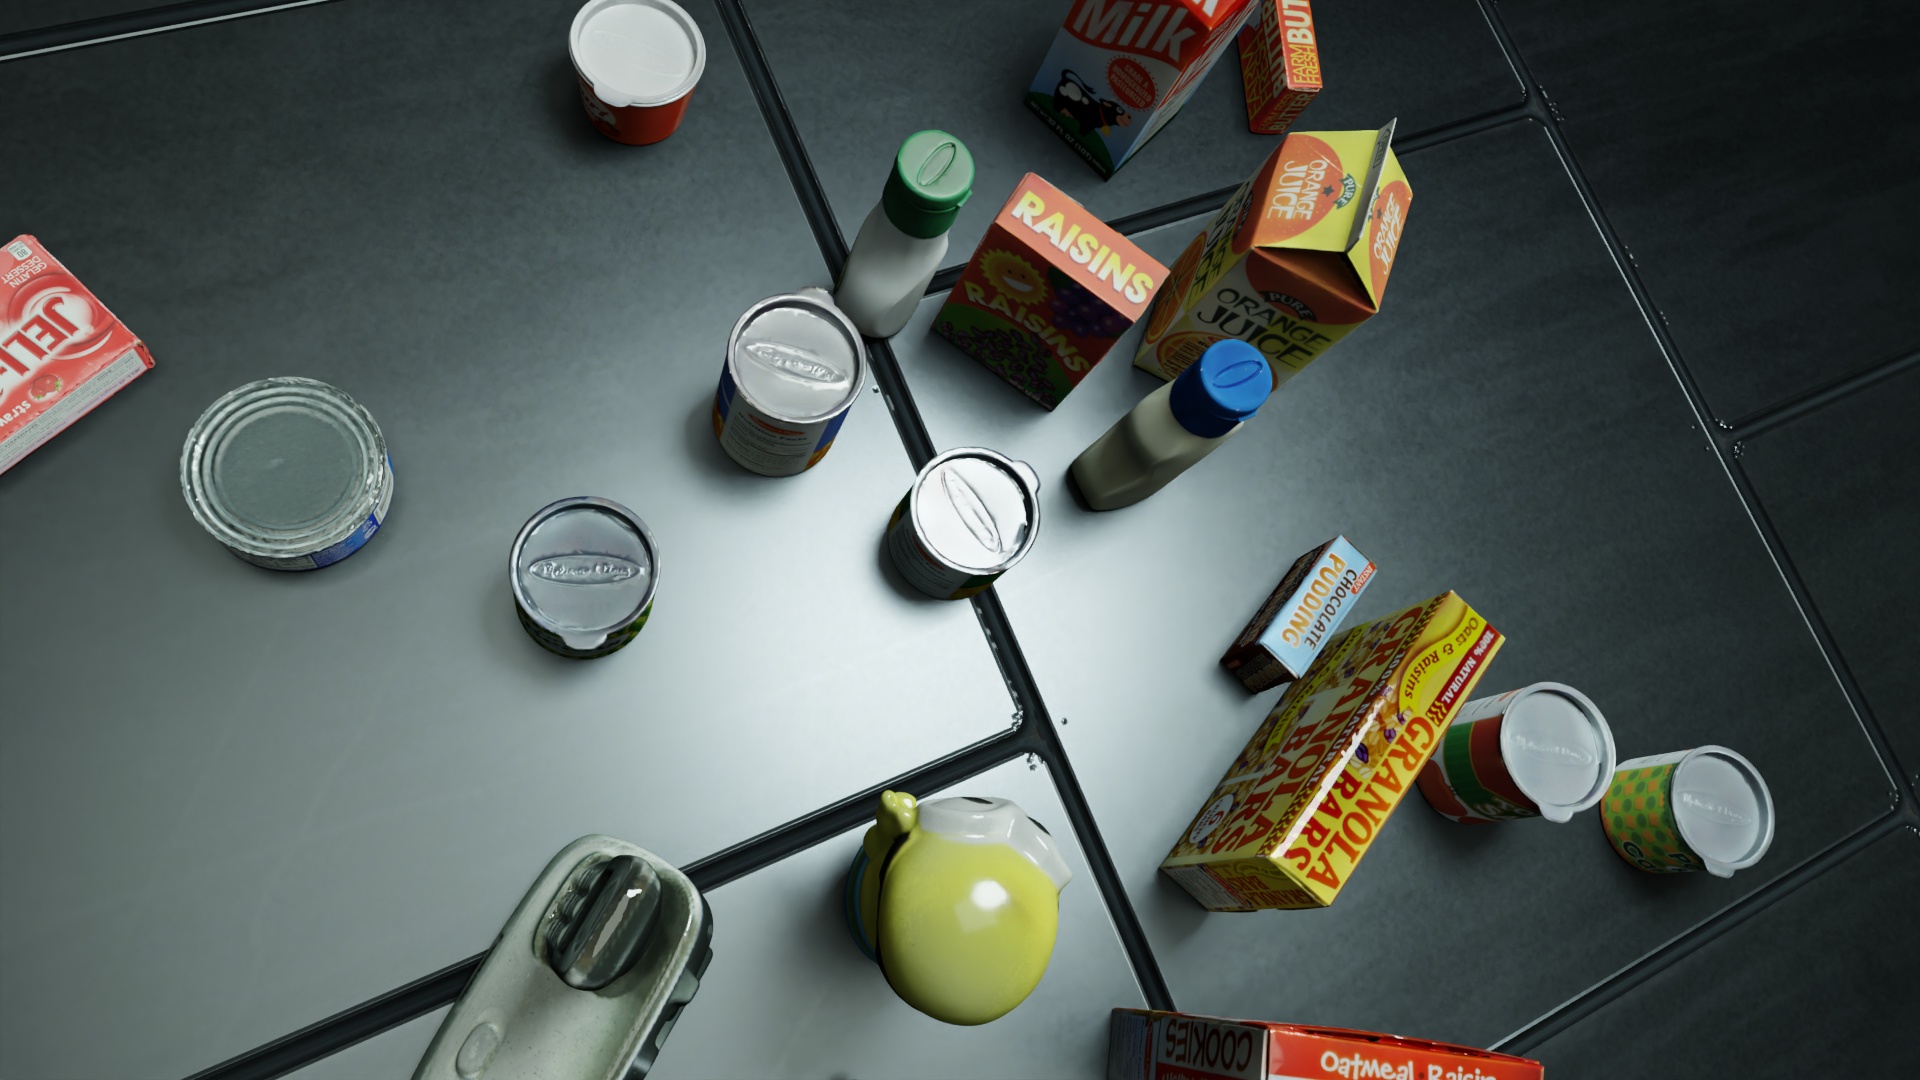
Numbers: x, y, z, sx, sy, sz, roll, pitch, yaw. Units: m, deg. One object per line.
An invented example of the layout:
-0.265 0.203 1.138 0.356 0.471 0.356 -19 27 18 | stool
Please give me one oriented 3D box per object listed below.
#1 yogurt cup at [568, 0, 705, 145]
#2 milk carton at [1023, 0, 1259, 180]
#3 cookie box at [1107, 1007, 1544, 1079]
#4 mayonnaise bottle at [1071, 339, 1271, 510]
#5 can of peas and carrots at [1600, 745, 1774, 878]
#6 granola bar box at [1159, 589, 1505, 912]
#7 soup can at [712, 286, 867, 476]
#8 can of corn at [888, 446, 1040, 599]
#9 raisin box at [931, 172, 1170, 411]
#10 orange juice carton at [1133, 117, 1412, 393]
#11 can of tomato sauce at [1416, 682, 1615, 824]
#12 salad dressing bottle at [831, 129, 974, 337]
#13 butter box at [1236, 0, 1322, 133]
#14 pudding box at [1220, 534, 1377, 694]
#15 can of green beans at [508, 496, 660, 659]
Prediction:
-0.171 -0.245 0.731 0.072 0.053 0.072 4 73 -14 | yogurt cup
0.108 -0.285 0.746 0.072 0.190 0.074 44 68 0 | milk carton
0.153 0.236 0.618 0.123 0.167 0.040 11 72 -12 | cookie box
0.108 -0.057 0.702 0.065 0.147 0.041 -23 82 -20 | mayonnaise bottle
0.401 0.153 0.770 0.071 0.058 0.071 4 73 -14 | can of peas and carrots
0.182 0.108 0.687 0.039 0.124 0.166 42 68 -1 | granola bar box
-0.086 -0.077 0.689 0.071 0.083 0.071 4 73 -14 | soup can
0.003 -0.009 0.707 0.071 0.058 0.071 4 73 -14 | can of corn
0.043 -0.124 0.717 0.086 0.123 0.040 36 69 -3 | raisin box
0.166 -0.140 0.719 0.073 0.192 0.072 25 70 -8 | orange juice carton
0.291 0.117 0.737 0.071 0.083 0.071 4 73 -14 | can of tomato sauce
-0.029 -0.150 0.692 0.044 0.147 0.064 37 69 -3 | salad dressing bottle
0.193 -0.307 0.850 0.024 0.053 0.104 0 74 -15 | butter box
0.182 0.040 0.747 0.030 0.049 0.084 42 68 -1 | pudding box
-0.176 0.019 0.649 0.071 0.057 0.071 4 73 -14 | can of green beans
